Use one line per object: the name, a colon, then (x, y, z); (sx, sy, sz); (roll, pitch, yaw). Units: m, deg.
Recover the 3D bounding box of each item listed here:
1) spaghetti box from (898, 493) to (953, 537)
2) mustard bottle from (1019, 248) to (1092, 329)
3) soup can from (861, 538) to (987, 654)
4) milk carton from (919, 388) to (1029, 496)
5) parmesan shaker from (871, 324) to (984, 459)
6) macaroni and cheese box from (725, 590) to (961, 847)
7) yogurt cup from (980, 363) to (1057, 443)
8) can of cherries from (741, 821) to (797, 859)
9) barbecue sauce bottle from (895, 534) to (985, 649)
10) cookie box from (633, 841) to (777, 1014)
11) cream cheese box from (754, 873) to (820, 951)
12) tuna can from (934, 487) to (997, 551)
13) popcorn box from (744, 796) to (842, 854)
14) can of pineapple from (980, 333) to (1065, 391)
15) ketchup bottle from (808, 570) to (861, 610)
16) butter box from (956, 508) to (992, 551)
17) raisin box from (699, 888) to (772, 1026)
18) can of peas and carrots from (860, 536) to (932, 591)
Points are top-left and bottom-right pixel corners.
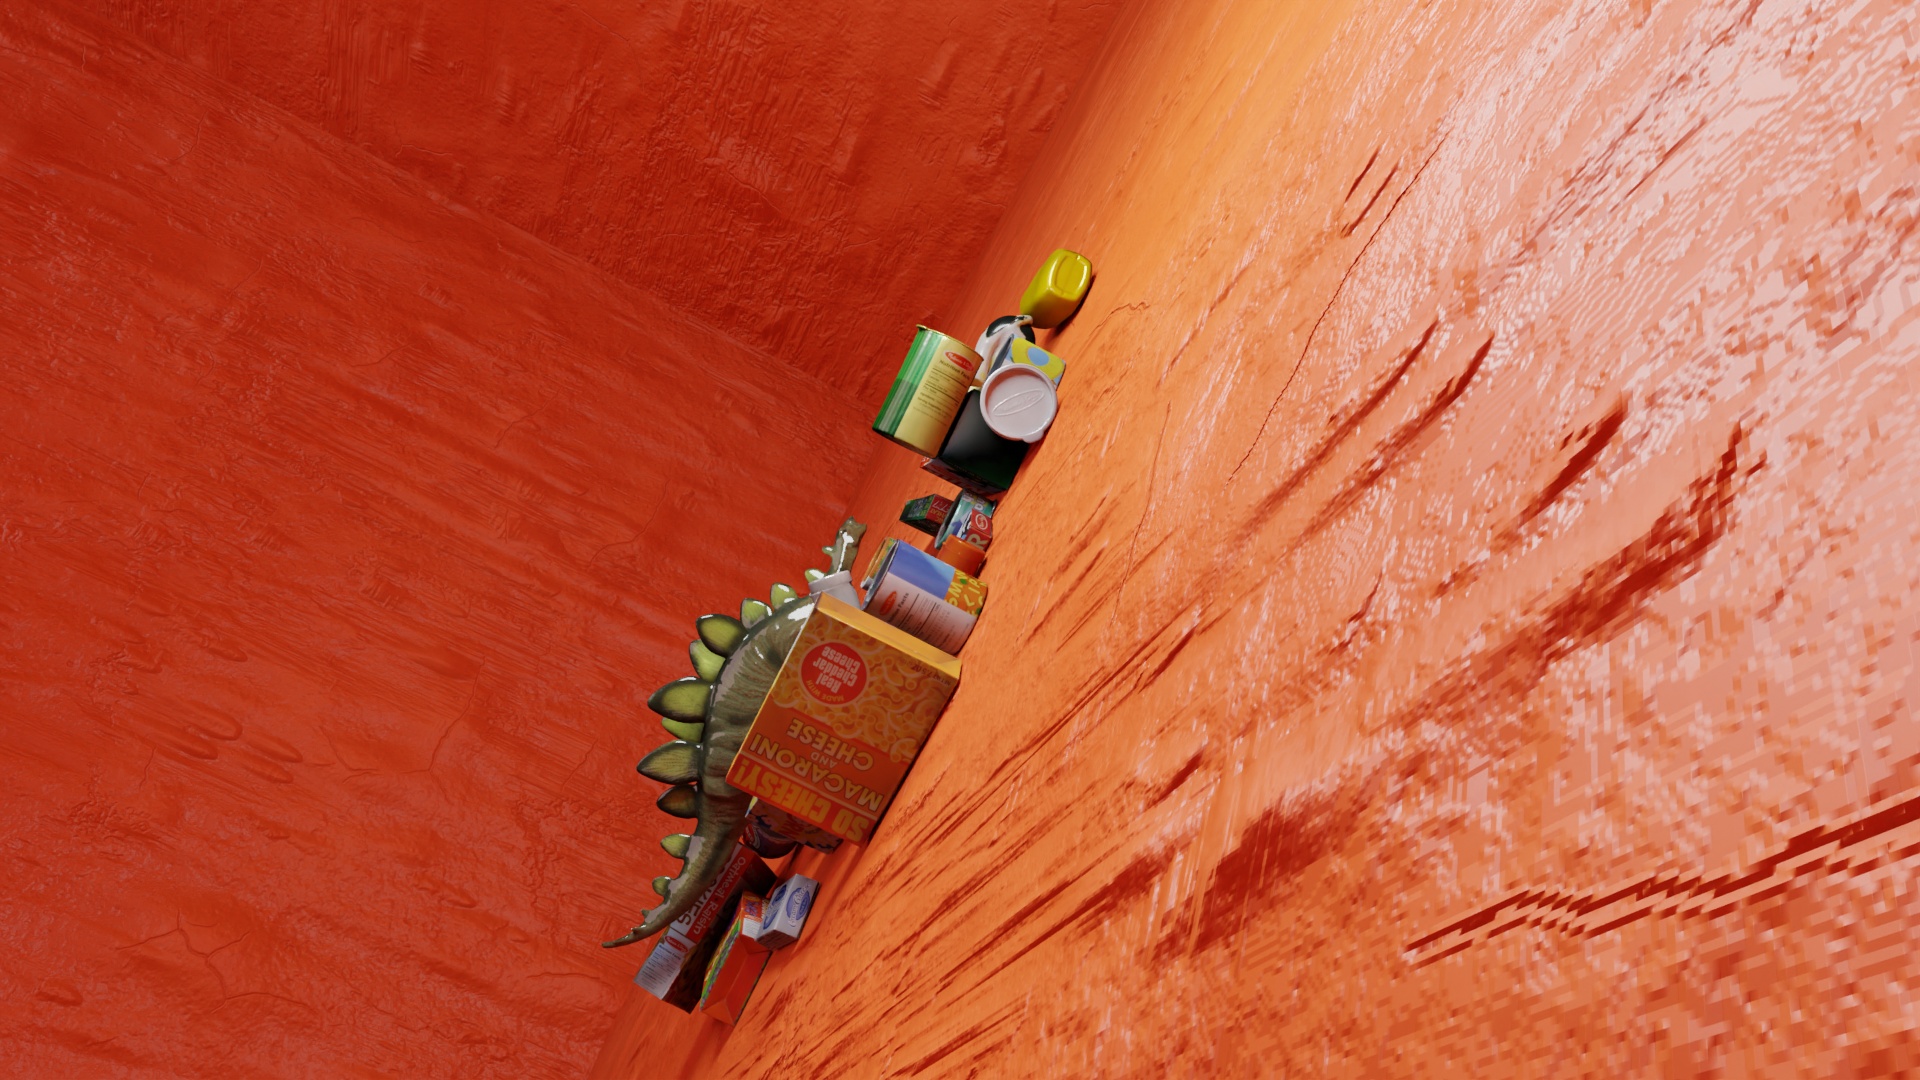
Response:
spaghetti box: (-0.027, -0.025, 1.487); (0.250, 0.050, 0.028); (-179, 113, -82)
mustard bottle: (0.093, -0.253, 1.449); (0.160, 0.049, 0.065); (150, 143, -77)
soup can: (-0.029, 0.045, 1.131); (0.071, 0.084, 0.071); (-61, 8, 15)
milk carton: (0.012, -0.091, 1.359); (0.073, 0.072, 0.190); (-65, 7, -5)
parmesan shaker: (-0.033, -0.134, 1.263); (0.103, 0.071, 0.071); (-64, 7, -2)
macaroni and cheese box: (-0.091, 0.140, 1.080); (0.166, 0.124, 0.040); (-61, 5, 17)
yogurt cup: (0.050, -0.119, 1.237); (0.054, 0.072, 0.072); (109, -174, -85)
can of cherries: (-0.198, 0.298, 1.475); (0.058, 0.071, 0.072); (-55, 11, 51)
barbecue sauce bottle: (-0.028, 0.068, 1.207); (0.148, 0.043, 0.065); (-62, 8, 4)
cookie box: (-0.261, 0.398, 1.437); (0.168, 0.040, 0.122); (-57, -17, -20)
cream cheese box: (-0.156, 0.334, 1.244); (0.053, 0.024, 0.103); (-69, 9, -27)
tuna can: (0.005, -0.016, 1.308); (0.071, 0.033, 0.071); (-62, 8, 15)
popcorn box: (-0.127, 0.219, 1.204); (0.126, 0.085, 0.038); (-54, 13, 50)
can of pineapple: (0.059, -0.154, 1.308); (0.071, 0.058, 0.071); (-61, 8, 15)
ketchup bottle: (-0.086, 0.100, 1.145); (0.043, 0.149, 0.064); (-19, -3, 0)
butter box: (-0.004, 0.026, 1.258); (0.103, 0.024, 0.053); (-61, 7, 16)
raisin box: (-0.215, 0.404, 1.356); (0.086, 0.040, 0.123); (-64, 9, 2)
can of peas and carrots: (-0.070, 0.034, 1.549); (0.070, 0.059, 0.071); (-61, 8, 15)
